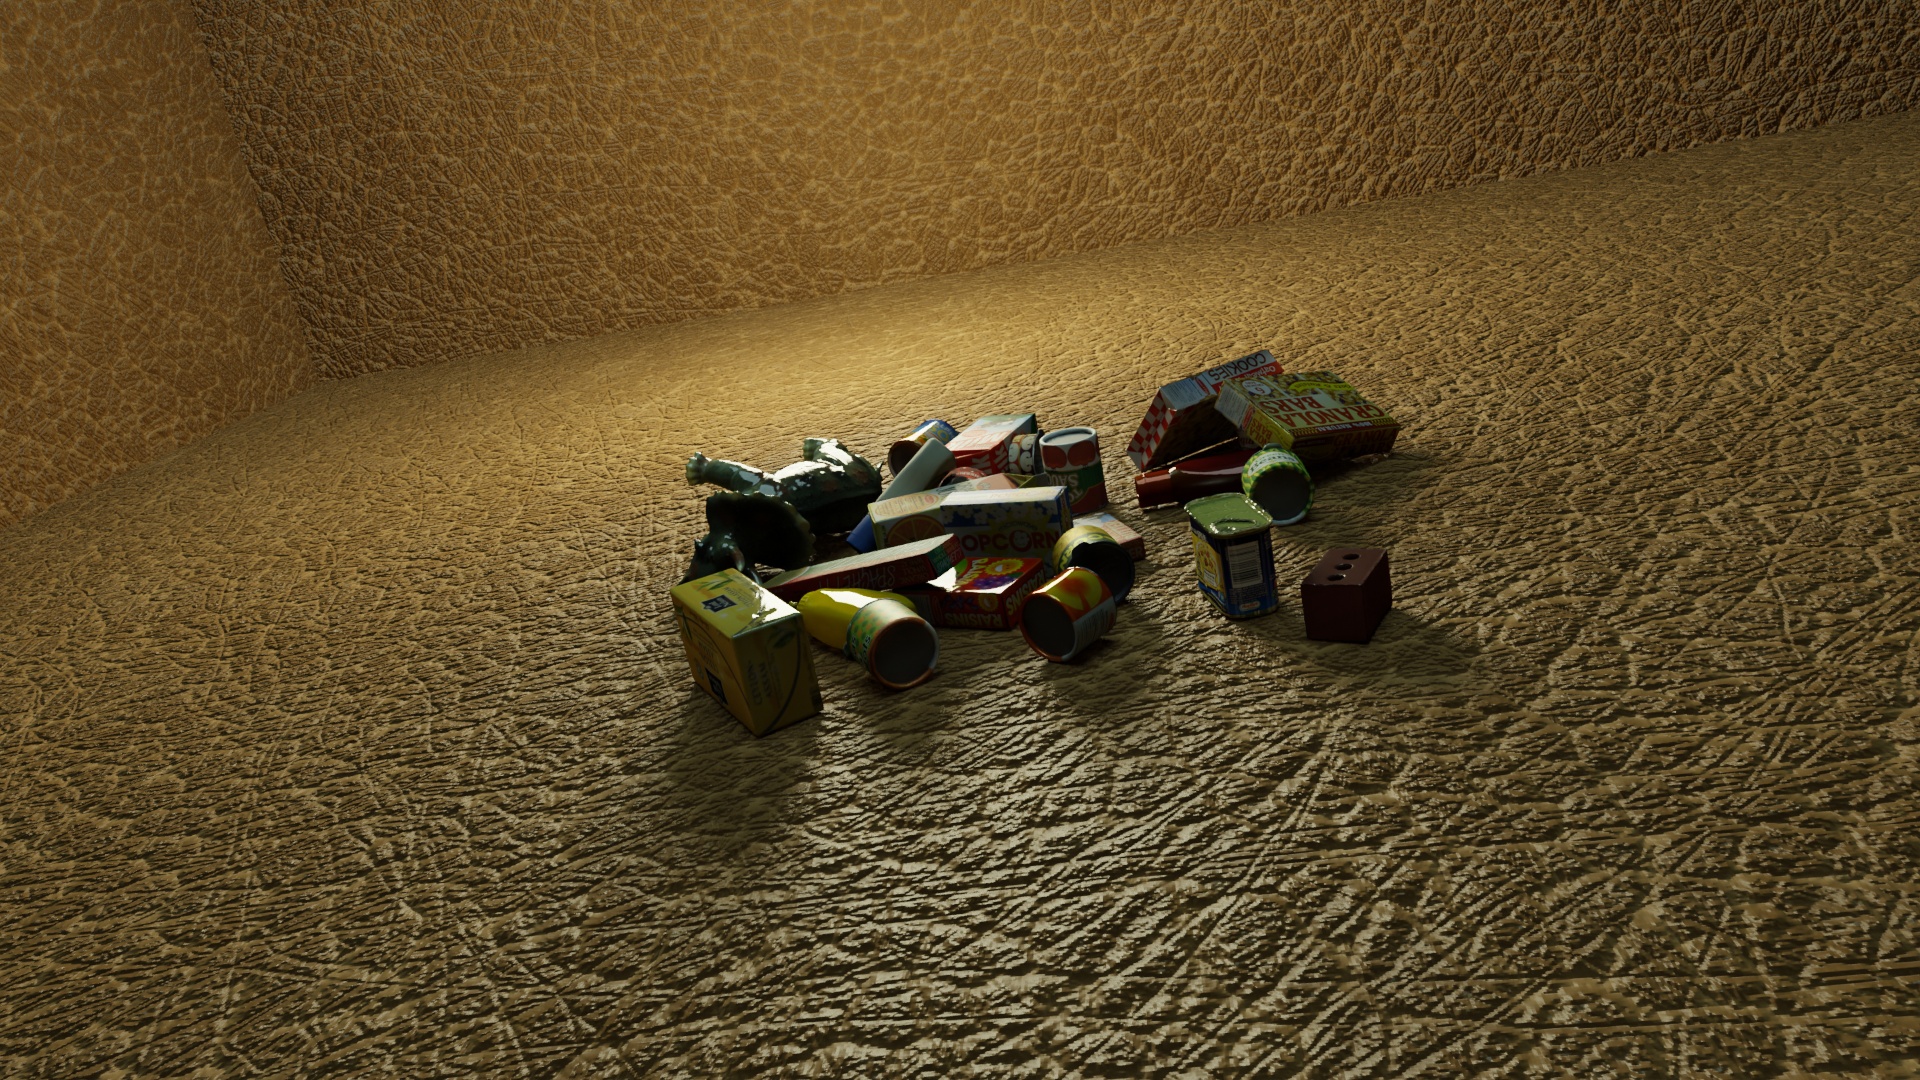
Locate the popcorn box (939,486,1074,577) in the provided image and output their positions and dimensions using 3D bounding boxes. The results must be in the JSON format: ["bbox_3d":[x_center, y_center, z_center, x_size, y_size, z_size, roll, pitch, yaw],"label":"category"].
[{"bbox_3d":[0.049,-0.007,1.393,0.126,0.085,0.038,-2,22,23],"label":"popcorn box"}]

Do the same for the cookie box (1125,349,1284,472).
[{"bbox_3d":[0.287,-0.153,1.633,0.168,0.122,0.040,-21,65,-27],"label":"cookie box"}]

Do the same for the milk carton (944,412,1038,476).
[{"bbox_3d":[0.030,-0.091,1.665,0.073,0.072,0.191,-1,21,25],"label":"milk carton"}]

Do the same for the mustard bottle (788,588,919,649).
[{"bbox_3d":[-0.108,0.073,1.310,0.065,0.048,0.160,-27,24,-39],"label":"mustard bottle"}]

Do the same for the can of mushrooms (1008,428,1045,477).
[{"bbox_3d":[0.085,-0.096,1.651,0.033,0.070,0.071,-3,20,27],"label":"can of mushrooms"}]

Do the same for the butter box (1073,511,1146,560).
[{"bbox_3d":[0.144,0.000,1.415,0.053,0.024,0.104,-16,19,-12],"label":"butter box"}]

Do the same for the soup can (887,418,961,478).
[{"bbox_3d":[-0.044,-0.112,1.772,0.071,0.071,0.084,-1,22,27],"label":"soup can"}]

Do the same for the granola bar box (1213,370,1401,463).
[{"bbox_3d":[0.384,-0.138,1.534,0.166,0.038,0.124,-9,40,-31],"label":"granola bar box"}]

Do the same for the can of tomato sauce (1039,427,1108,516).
[{"bbox_3d":[0.125,-0.077,1.555,0.071,0.082,0.071,-10,18,3],"label":"can of tomato sauce"}]

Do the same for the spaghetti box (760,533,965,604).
[{"bbox_3d":[-0.105,0.035,1.366,0.249,0.028,0.050,-13,15,39],"label":"spaghetti box"}]

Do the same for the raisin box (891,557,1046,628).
[{"bbox_3d":[0.010,0.049,1.327,0.123,0.040,0.086,0,21,32],"label":"raisin box"}]

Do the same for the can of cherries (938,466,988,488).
[{"bbox_3d":[0.005,-0.046,1.551,0.071,0.071,0.058,-8,18,8],"label":"can of cherries"}]

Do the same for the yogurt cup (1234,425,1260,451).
[{"bbox_3d":[0.351,-0.125,1.610,0.072,0.053,0.072,-10,19,3],"label":"yogurt cup"}]

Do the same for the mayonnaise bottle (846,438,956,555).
[{"bbox_3d":[-0.065,-0.044,1.527,0.148,0.041,0.064,-50,-6,-8],"label":"mayonnaise bottle"}]

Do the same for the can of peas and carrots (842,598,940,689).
[{"bbox_3d":[-0.061,0.091,1.207,0.071,0.070,0.059,-18,21,-20],"label":"can of peas and carrots"}]

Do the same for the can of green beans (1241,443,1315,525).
[{"bbox_3d":[0.321,-0.055,1.407,0.071,0.071,0.058,-9,19,6],"label":"can of green beans"}]

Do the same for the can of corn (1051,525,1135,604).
[{"bbox_3d":[0.121,0.022,1.293,0.071,0.071,0.058,-14,18,-7],"label":"can of corn"}]

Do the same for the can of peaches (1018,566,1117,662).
[{"bbox_3d":[0.090,0.063,1.199,0.071,0.071,0.058,6,26,41],"label":"can of peaches"}]

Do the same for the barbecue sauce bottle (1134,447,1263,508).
[{"bbox_3d":[0.265,-0.066,1.507,0.148,0.043,0.065,-10,23,4],"label":"barbecue sauce bottle"}]

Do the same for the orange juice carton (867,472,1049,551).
[{"bbox_3d":[0.005,-0.018,1.472,0.193,0.071,0.073,-13,19,-6],"label":"orange juice carton"}]
